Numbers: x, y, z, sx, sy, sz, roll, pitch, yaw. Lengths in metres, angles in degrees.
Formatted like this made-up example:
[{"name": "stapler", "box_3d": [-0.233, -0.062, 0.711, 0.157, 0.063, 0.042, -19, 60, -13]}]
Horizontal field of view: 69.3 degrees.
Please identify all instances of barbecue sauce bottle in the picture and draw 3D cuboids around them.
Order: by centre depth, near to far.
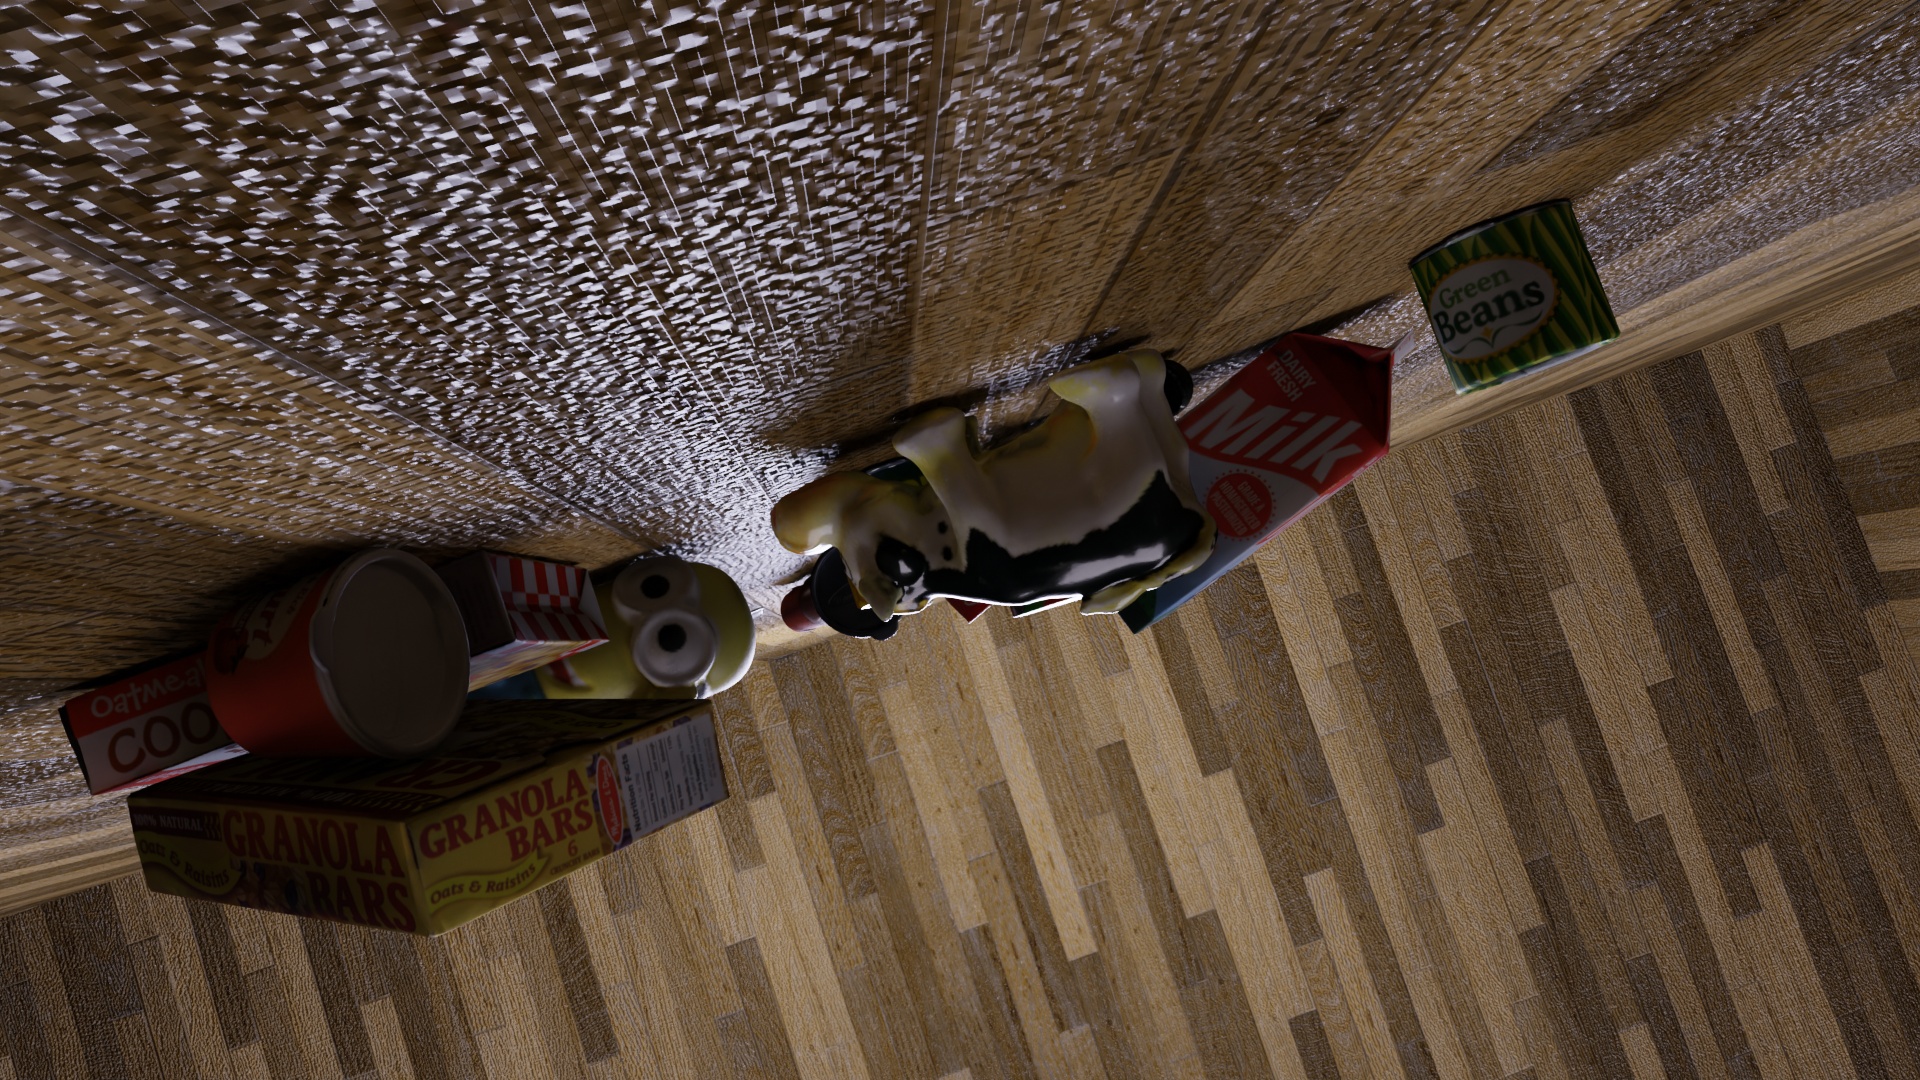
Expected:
[{"name": "barbecue sauce bottle", "box_3d": [-0.093, 0.040, 1.070, 0.065, 0.043, 0.148, -17, 176, -35]}]

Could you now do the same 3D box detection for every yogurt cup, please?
[{"name": "yogurt cup", "box_3d": [-0.201, 0.040, 0.448, 0.054, 0.072, 0.072, -12, 178, 17]}]

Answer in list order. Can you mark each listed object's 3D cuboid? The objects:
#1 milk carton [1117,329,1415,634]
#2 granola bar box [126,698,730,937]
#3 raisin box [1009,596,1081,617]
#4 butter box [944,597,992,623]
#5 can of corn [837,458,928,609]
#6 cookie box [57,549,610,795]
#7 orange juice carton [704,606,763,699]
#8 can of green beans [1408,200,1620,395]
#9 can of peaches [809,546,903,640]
[{"name": "milk carton", "box_3d": [0.146, -0.040, 0.692, 0.190, 0.073, 0.072, -38, 170, 15]}, {"name": "granola bar box", "box_3d": [-0.184, 0.088, 0.481, 0.165, 0.039, 0.124, -5, -173, 35]}, {"name": "raisin box", "box_3d": [0.080, 0.002, 1.045, 0.040, 0.086, 0.123, -12, 173, -41]}, {"name": "butter box", "box_3d": [0.025, 0.016, 0.865, 0.053, 0.024, 0.104, -41, -179, 15]}, {"name": "can of corn", "box_3d": [-0.027, -0.005, 0.661, 0.071, 0.058, 0.071, -19, 176, -1]}, {"name": "cookie box", "box_3d": [-0.245, 0.051, 0.567, 0.167, 0.040, 0.123, -20, 176, 0]}, {"name": "orange juice carton", "box_3d": [-0.202, 0.071, 0.775, 0.193, 0.073, 0.071, -18, 175, -12]}, {"name": "can of green beans", "box_3d": [0.224, -0.097, 0.563, 0.071, 0.058, 0.071, -19, 176, -1]}, {"name": "can of peaches", "box_3d": [-0.065, 0.034, 0.921, 0.071, 0.071, 0.058, -18, 177, -6]}]
